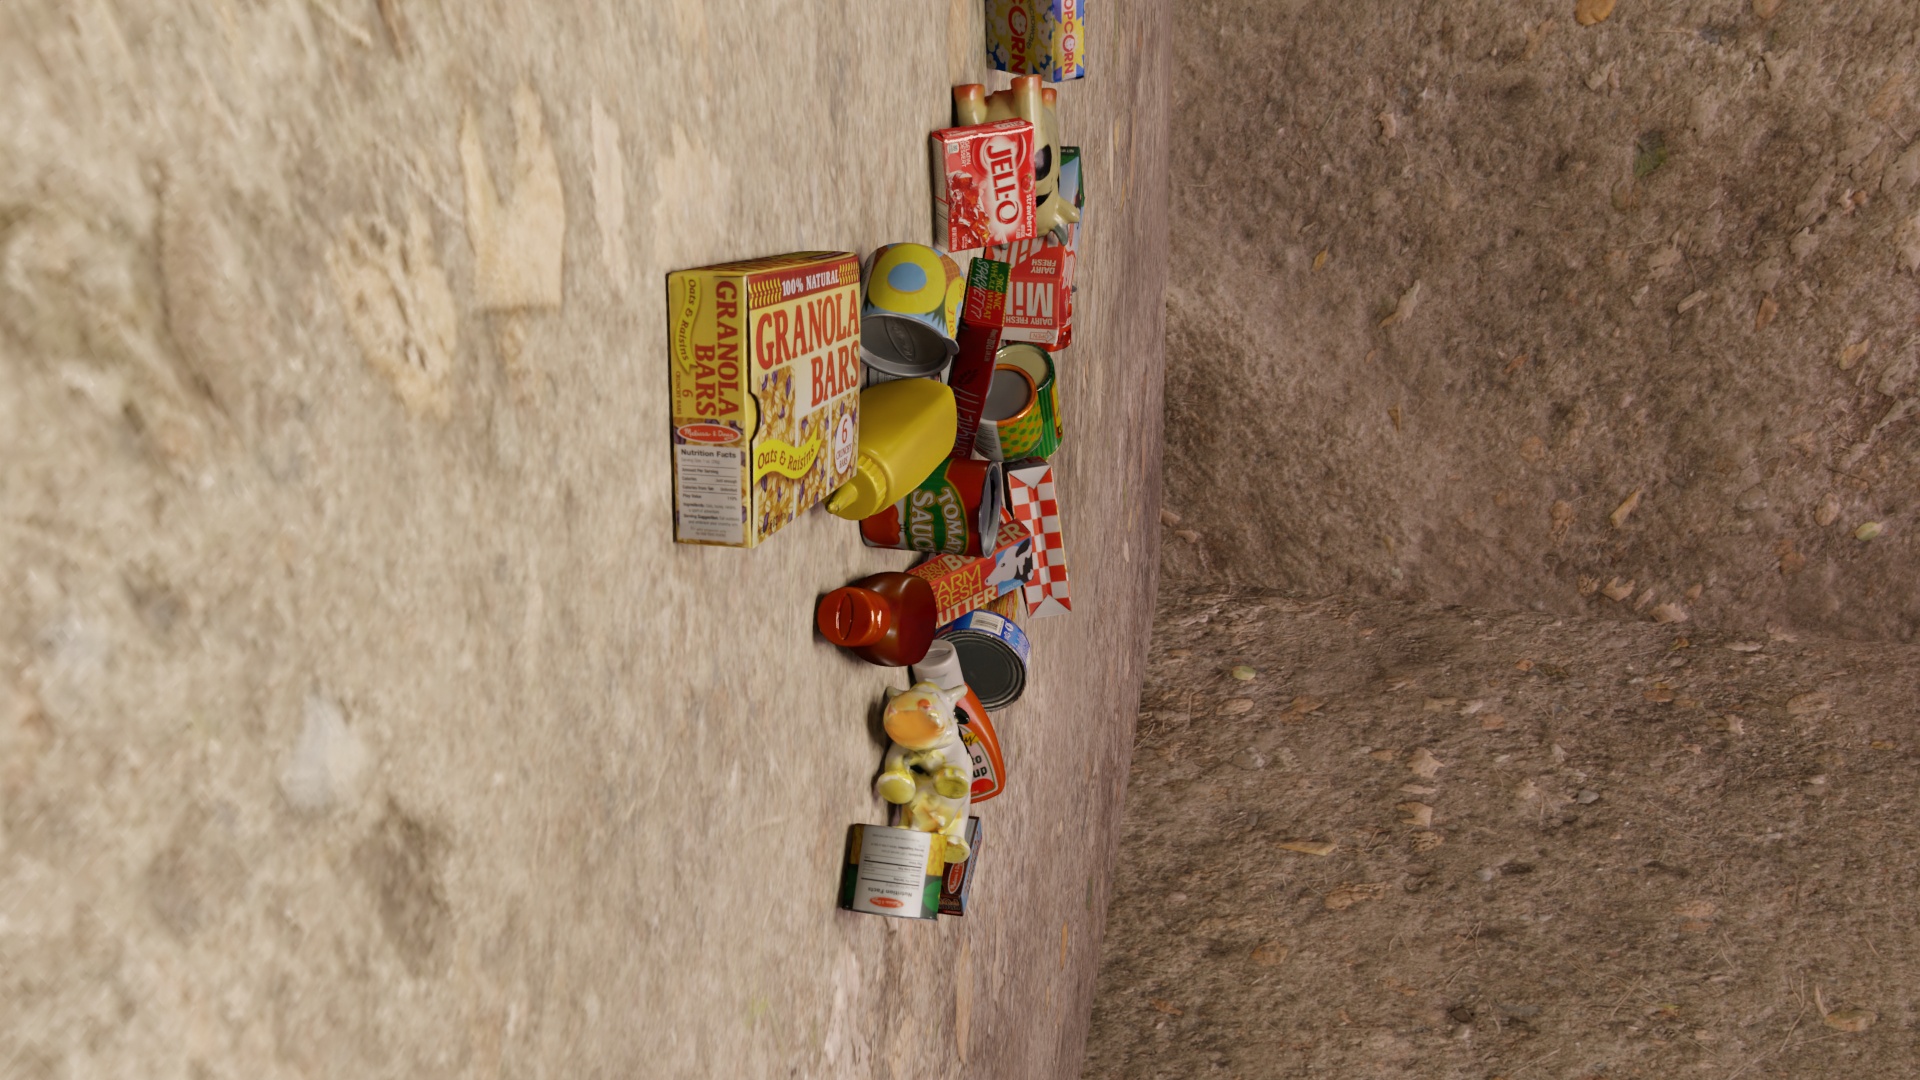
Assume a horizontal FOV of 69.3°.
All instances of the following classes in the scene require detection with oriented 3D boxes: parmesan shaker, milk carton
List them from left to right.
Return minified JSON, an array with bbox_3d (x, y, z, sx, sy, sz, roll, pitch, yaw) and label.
[{"bbox_3d":[0.061,-0.126,1.298,0.102,0.071,0.071,76,22,-57],"label":"parmesan shaker"},{"bbox_3d":[0.066,-0.262,1.262,0.073,0.072,0.191,72,26,-62],"label":"milk carton"}]

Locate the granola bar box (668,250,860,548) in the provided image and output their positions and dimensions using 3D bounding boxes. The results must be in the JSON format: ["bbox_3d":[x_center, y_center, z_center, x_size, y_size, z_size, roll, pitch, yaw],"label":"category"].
[{"bbox_3d":[-0.091,-0.076,0.686,0.166,0.039,0.123,-49,142,-71],"label":"granola bar box"}]

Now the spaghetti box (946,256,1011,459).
[{"bbox_3d":[0.005,-0.115,0.999,0.249,0.029,0.050,105,-6,-68],"label":"spaghetti box"}]

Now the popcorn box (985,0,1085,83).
[{"bbox_3d":[0.060,-0.444,1.130,0.038,0.085,0.126,-25,128,-32],"label":"popcorn box"}]

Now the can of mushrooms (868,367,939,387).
[{"bbox_3d":[-0.037,-0.111,0.937,0.071,0.033,0.071,2,92,-78],"label":"can of mushrooms"}]

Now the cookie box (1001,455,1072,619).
[{"bbox_3d":[0.064,-0.007,1.201,0.167,0.040,0.122,-87,168,-84],"label":"cookie box"}]

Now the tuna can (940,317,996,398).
[{"bbox_3d":[0.007,-0.148,1.127,0.071,0.033,0.071,3,92,-78],"label":"tuna can"}]

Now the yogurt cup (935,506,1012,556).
[{"bbox_3d":[0.004,-0.014,1.097,0.053,0.072,0.072,57,39,-58],"label":"yogurt cup"}]

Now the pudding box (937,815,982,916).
[{"bbox_3d":[-0.014,0.267,1.152,0.084,0.050,0.030,-73,161,-48],"label":"pudding box"}]

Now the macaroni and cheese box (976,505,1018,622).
[{"bbox_3d":[0.018,0.055,1.241,0.165,0.040,0.124,79,18,-52],"label":"macaroni and cheese box"}]

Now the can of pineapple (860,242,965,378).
[{"bbox_3d":[-0.031,-0.142,0.863,0.070,0.071,0.058,73,24,-60],"label":"can of pineapple"}]

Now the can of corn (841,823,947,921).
[{"bbox_3d":[-0.045,0.228,0.956,0.071,0.071,0.058,54,42,-72],"label":"can of corn"}]

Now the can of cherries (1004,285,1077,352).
[{"bbox_3d":[0.077,-0.217,1.334,0.072,0.071,0.058,-64,157,-59],"label":"can of cherries"}]

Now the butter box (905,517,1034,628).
[{"bbox_3d":[0.008,0.027,1.067,0.024,0.104,0.052,48,-25,39],"label":"butter box"}]

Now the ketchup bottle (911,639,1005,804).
[{"bbox_3d":[-0.007,0.147,1.121,0.044,0.065,0.148,-93,170,-56],"label":"ketchup bottle"}]

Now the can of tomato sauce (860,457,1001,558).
[{"bbox_3d":[-0.019,-0.023,0.932,0.071,0.083,0.071,3,92,-78],"label":"can of tomato sauce"}]

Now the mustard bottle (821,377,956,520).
[{"bbox_3d":[-0.051,-0.050,0.835,0.161,0.065,0.048,-55,146,-56],"label":"mustard bottle"}]

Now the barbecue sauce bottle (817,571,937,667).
[{"bbox_3d":[-0.053,0.051,0.903,0.148,0.044,0.065,18,77,-77],"label":"barbecue sauce bottle"}]

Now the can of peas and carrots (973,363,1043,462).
[{"bbox_3d":[0.038,-0.112,1.201,0.058,0.071,0.071,74,24,-58],"label":"can of peas and carrots"}]
